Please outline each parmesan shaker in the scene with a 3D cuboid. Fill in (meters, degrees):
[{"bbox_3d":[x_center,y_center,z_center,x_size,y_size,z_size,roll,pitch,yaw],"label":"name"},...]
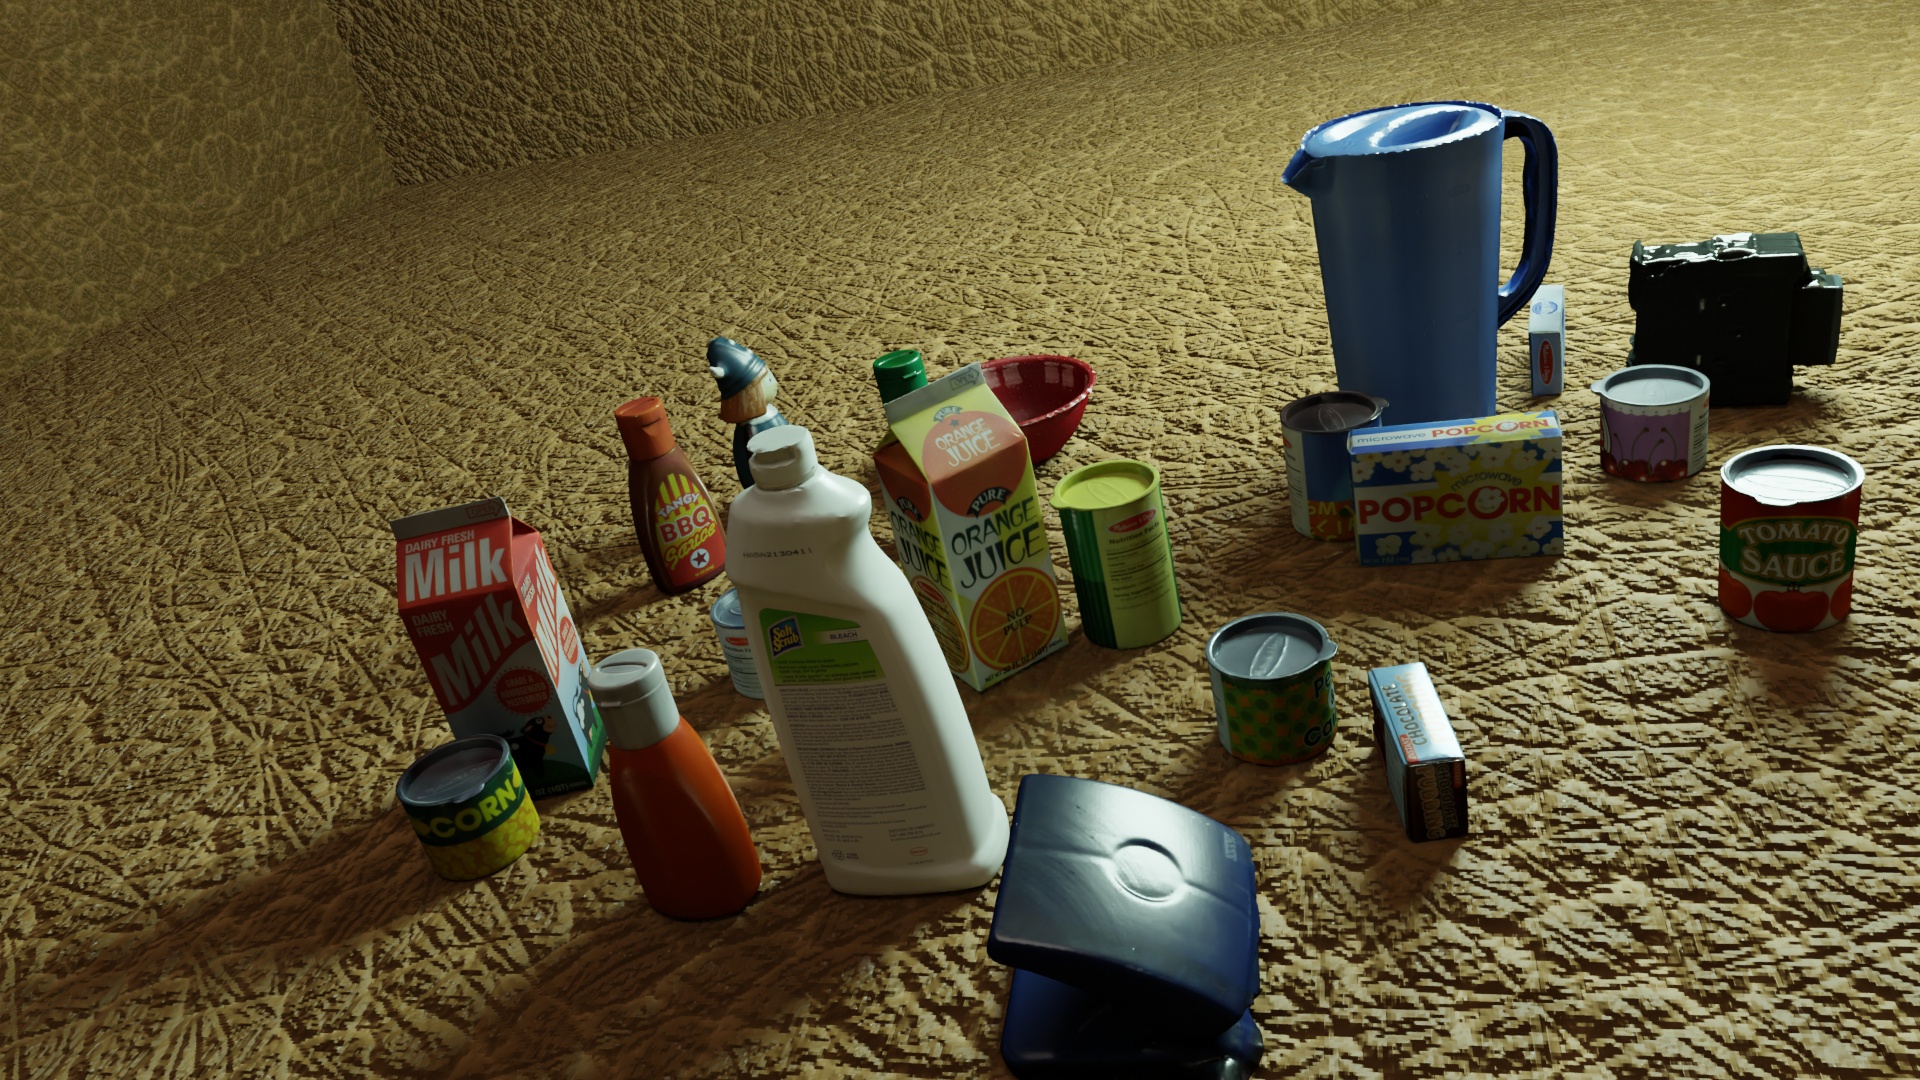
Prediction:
[{"bbox_3d":[0.098,0.010,0.879,0.071,0.102,0.071,-11,27,6],"label":"parmesan shaker"}]

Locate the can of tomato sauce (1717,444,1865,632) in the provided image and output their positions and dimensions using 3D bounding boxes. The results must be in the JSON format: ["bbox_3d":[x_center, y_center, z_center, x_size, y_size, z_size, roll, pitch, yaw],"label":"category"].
[{"bbox_3d":[0.453,0.000,0.760,0.071,0.082,0.071,-11,27,6],"label":"can of tomato sauce"}]

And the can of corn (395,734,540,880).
[{"bbox_3d":[-0.288,0.158,0.819,0.071,0.058,0.071,-11,27,6],"label":"can of corn"}]

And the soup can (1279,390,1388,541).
[{"bbox_3d":[0.258,-0.051,0.946,0.071,0.083,0.072,-11,27,6],"label":"soup can"}]

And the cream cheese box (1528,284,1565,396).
[{"bbox_3d":[0.462,-0.159,1.093,0.024,0.053,0.104,0,30,25],"label":"cream cheese box"}]

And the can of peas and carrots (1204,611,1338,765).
[{"bbox_3d":[0.173,0.081,0.759,0.071,0.058,0.071,-11,27,6],"label":"can of peas and carrots"}]

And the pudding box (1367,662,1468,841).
[{"bbox_3d":[0.229,0.104,0.698,0.030,0.049,0.084,-9,27,8],"label":"pudding box"}]

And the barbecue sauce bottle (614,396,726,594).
[{"bbox_3d":[-0.225,-0.036,1.063,0.065,0.148,0.044,-29,31,-28],"label":"barbecue sauce bottle"}]

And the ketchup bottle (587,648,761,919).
[{"bbox_3d":[-0.152,0.127,0.717,0.065,0.148,0.044,-4,28,18],"label":"ketchup bottle"}]

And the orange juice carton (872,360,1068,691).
[{"bbox_3d":[0.003,-0.011,0.864,0.072,0.191,0.073,-26,29,-24],"label":"orange juice carton"}]

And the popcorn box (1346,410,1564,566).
[{"bbox_3d":[0.314,-0.032,0.881,0.126,0.085,0.038,-5,28,17],"label":"popcorn box"}]

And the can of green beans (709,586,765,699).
[{"bbox_3d":[-0.127,0.064,0.927,0.071,0.057,0.071,-11,27,6],"label":"can of green beans"}]

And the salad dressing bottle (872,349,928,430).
[{"bbox_3d":[-0.031,-0.069,1.039,0.064,0.147,0.044,-24,28,-19],"label":"salad dressing bottle"}]

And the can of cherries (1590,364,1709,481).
[{"bbox_3d":[0.463,-0.079,0.934,0.071,0.058,0.072,-11,27,6],"label":"can of cherries"}]

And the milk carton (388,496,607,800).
[{"bbox_3d":[-0.282,0.063,0.852,0.072,0.189,0.074,-13,27,1],"label":"milk carton"}]
